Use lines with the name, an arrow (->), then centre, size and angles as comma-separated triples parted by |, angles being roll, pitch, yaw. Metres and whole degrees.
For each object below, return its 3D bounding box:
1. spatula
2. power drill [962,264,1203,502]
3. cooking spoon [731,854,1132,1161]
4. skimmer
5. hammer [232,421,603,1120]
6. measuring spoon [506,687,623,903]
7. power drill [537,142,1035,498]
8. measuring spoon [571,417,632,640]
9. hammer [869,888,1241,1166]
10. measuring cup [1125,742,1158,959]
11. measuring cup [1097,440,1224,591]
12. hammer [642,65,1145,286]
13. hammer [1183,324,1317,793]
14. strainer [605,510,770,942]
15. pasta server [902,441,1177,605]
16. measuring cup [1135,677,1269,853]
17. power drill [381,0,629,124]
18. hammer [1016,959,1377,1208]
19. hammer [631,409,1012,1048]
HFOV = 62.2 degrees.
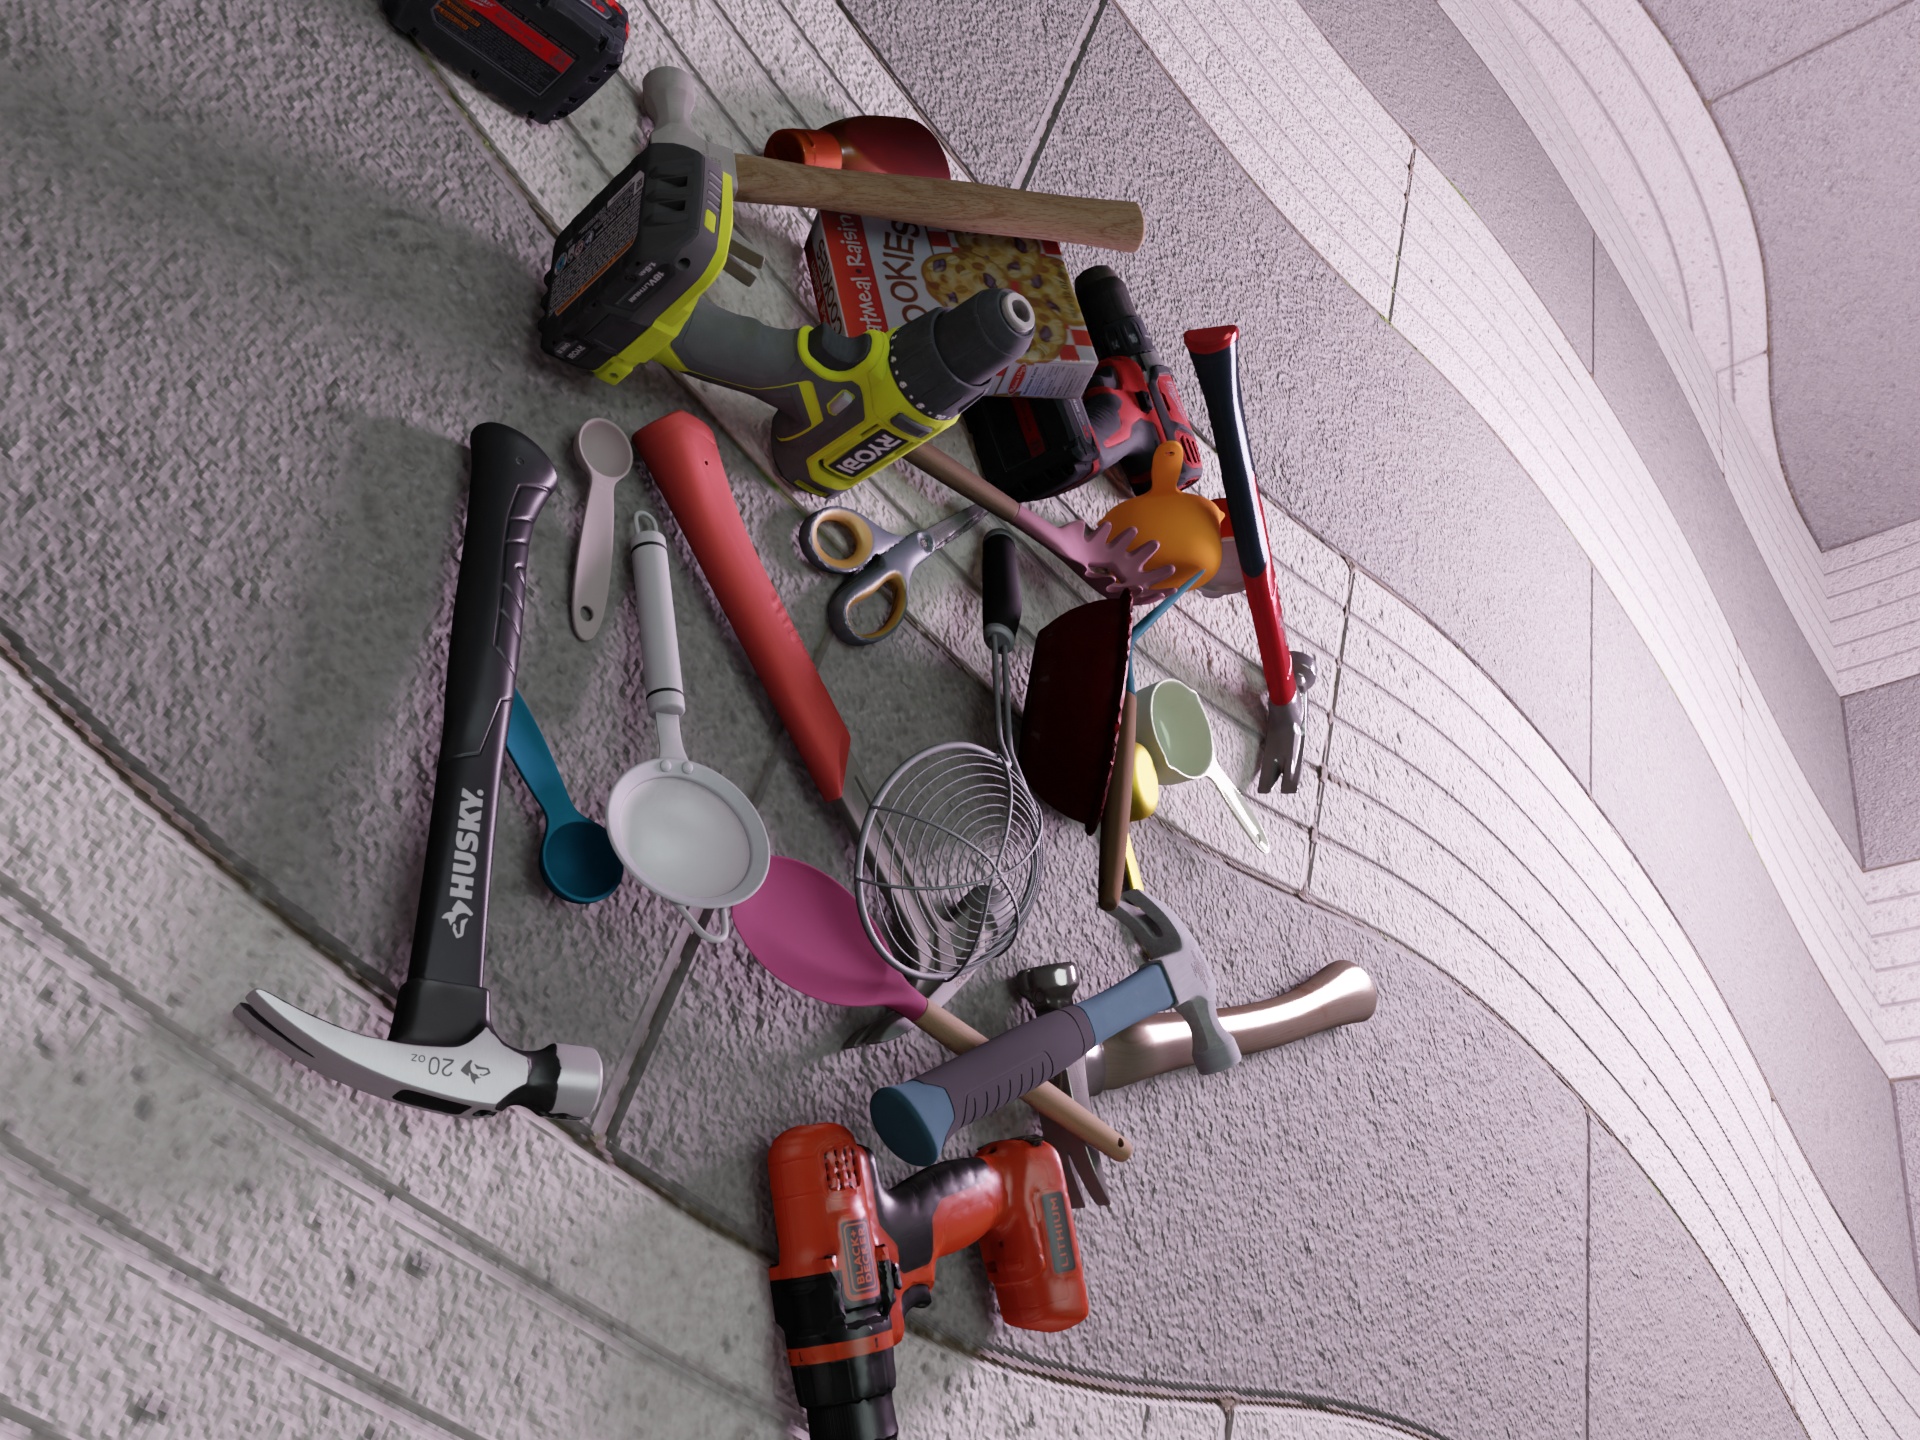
spatula -> 0.119, 0.007, 1.064 | 0.044, 0.082, 0.318 | 30, 41, -17
power drill -> 0.090, -0.252, 1.183 | 0.226, 0.080, 0.188 | -17, 87, -54
cooking spoon -> -0.007, 0.170, 0.868 | 0.318, 0.017, 0.069 | 40, 45, -30
skimmer -> -0.002, -0.003, 0.955 | 0.127, 0.090, 0.364 | 52, 22, -30
hammer -> -0.225, 0.007, 0.718 | 0.146, 0.035, 0.335 | 16, 58, -32
measuring spoon -> -0.204, 0.031, 0.762 | 0.042, 0.021, 0.129 | -22, 81, -47
power drill -> -0.091, -0.213, 0.867 | 0.228, 0.190, 0.080 | 20, 59, -38
measuring spoon -> -0.195, -0.099, 0.833 | 0.034, 0.018, 0.124 | 19, 67, -44
hammer -> 0.061, 0.180, 0.903 | 0.331, 0.033, 0.128 | -11, 78, -55
measuring cup -> 0.128, 0.090, 1.099 | 0.062, 0.029, 0.156 | 2, 75, -66
measuring cup -> 0.148, -0.141, 1.146 | 0.173, 0.095, 0.052 | 77, 11, -72
hammer -> -0.032, -0.327, 1.004 | 0.331, 0.031, 0.130 | 0, 71, -23
hammer -> 0.215, -0.116, 1.176 | 0.385, 0.038, 0.143 | 68, 30, -42
strainer -> -0.148, 0.000, 0.807 | 0.086, 0.050, 0.259 | 9, 57, -35
pasta server -> 0.019, -0.156, 1.058 | 0.316, 0.040, 0.060 | 29, 43, -29
measuring cup -> 0.173, 0.043, 1.175 | 0.167, 0.038, 0.083 | 51, 42, -23
power drill -> -0.244, -0.458, 0.890 | 0.143, 0.078, 0.220 | 28, 51, -39
hammer -> 0.187, 0.226, 1.108 | 0.410, 0.038, 0.146 | 2, 73, -49
hammer -> -0.091, -0.001, 0.888 | 0.149, 0.037, 0.359 | -37, 102, -50
